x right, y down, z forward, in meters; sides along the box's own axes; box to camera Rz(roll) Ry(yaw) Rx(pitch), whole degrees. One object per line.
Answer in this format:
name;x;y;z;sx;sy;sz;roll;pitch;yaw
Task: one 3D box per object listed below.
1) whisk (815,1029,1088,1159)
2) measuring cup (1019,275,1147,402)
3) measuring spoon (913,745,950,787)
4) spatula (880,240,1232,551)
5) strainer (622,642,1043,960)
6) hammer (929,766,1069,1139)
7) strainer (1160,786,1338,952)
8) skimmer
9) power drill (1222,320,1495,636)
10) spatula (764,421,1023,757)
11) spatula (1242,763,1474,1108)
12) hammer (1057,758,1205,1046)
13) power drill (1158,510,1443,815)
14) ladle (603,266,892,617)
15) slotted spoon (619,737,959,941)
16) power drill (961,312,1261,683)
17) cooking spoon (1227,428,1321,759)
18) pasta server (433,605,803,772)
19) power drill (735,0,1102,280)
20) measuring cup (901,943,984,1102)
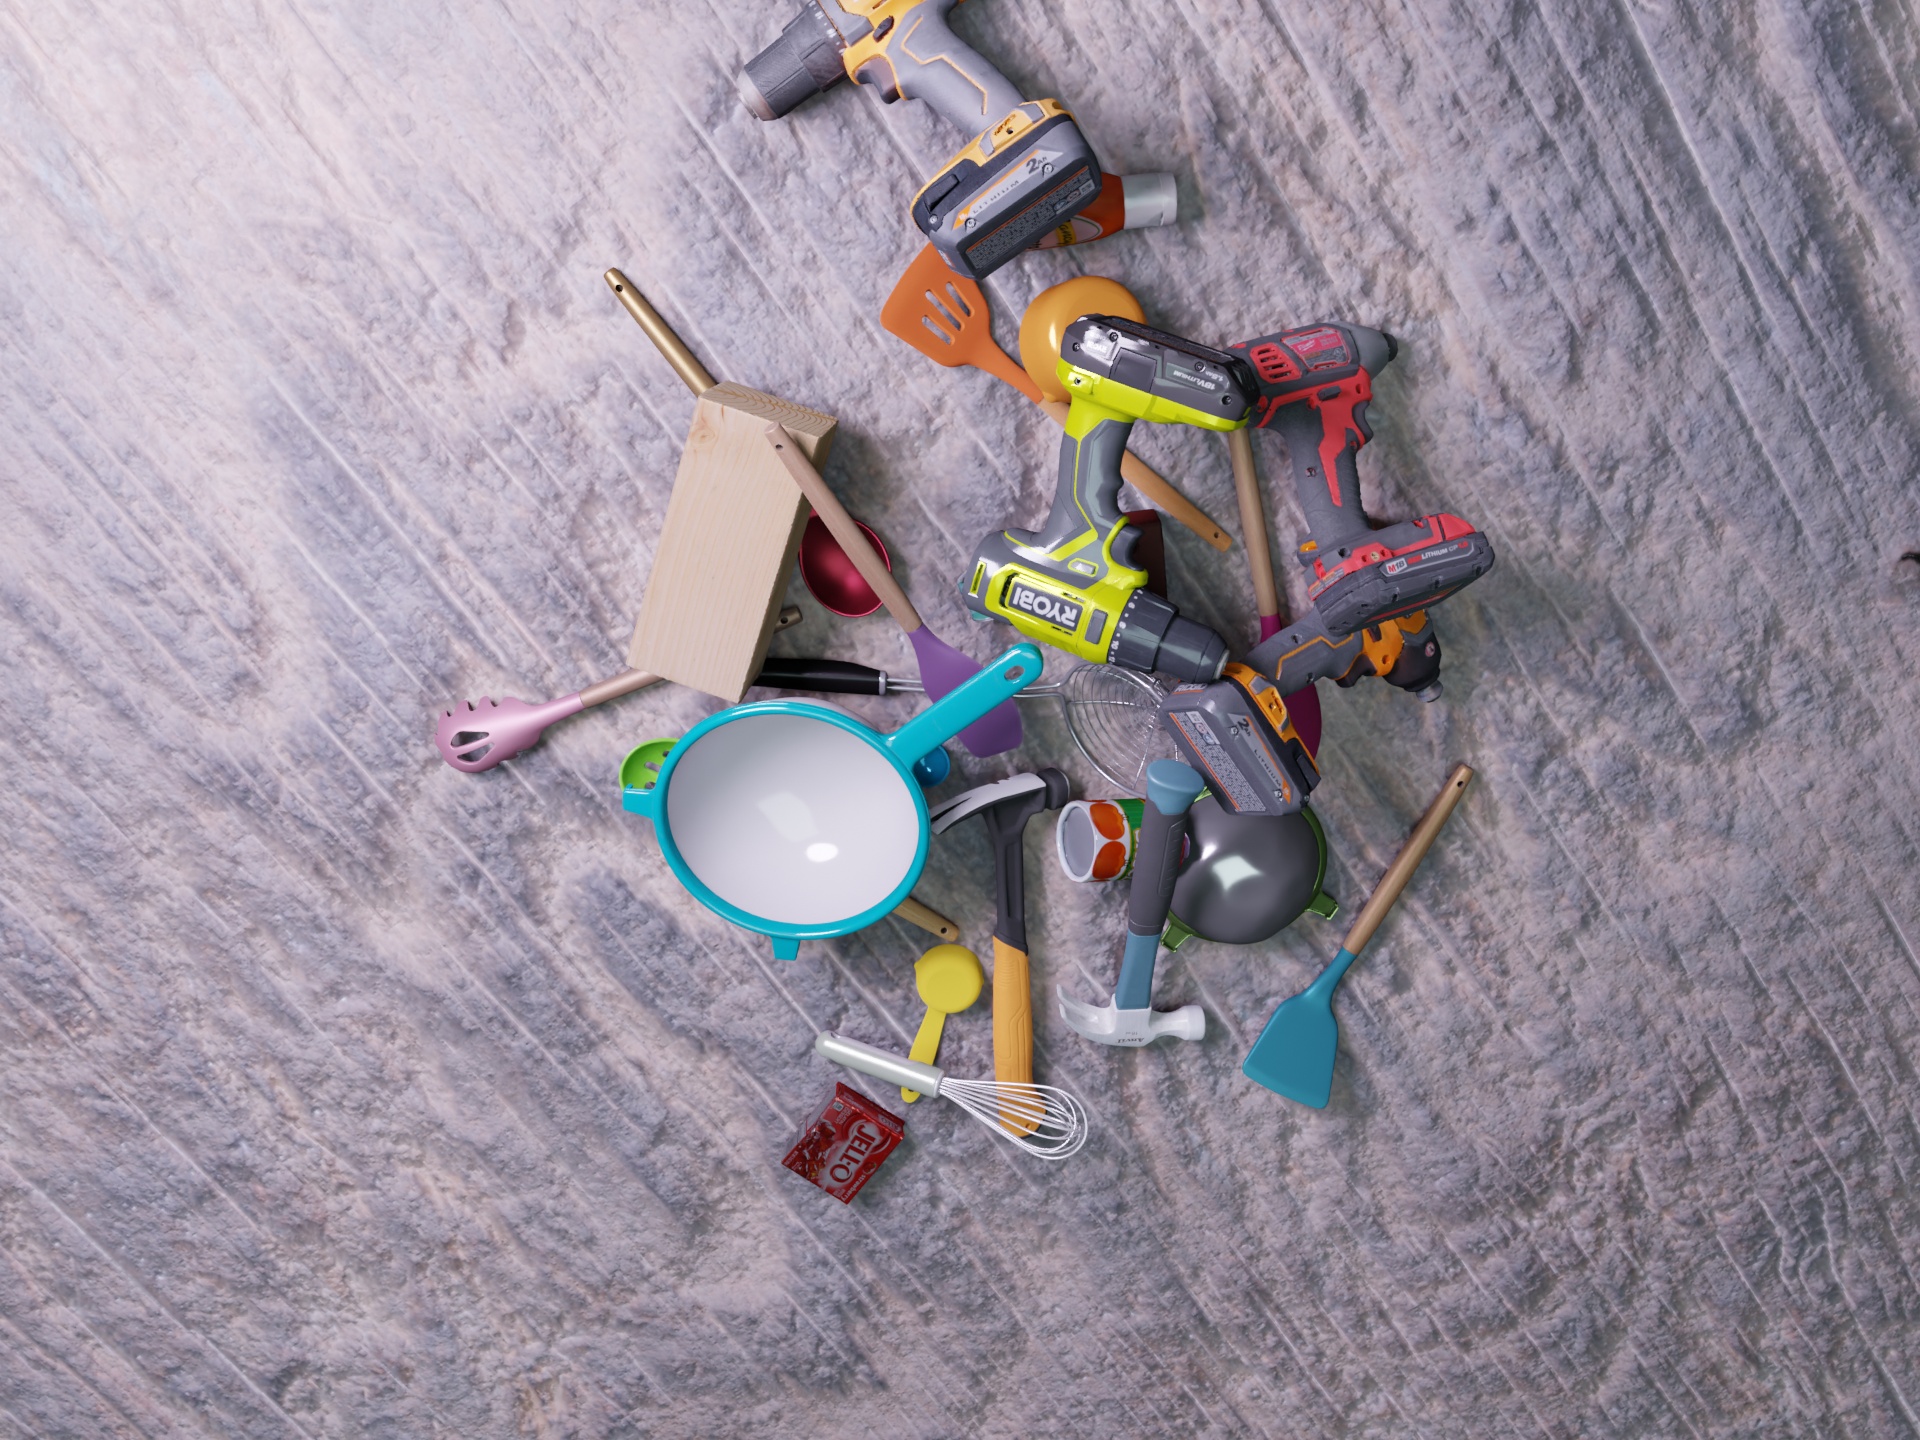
whisk;-0.010;0.307;1.335;0.246;0.057;0.059;16;92;16
measuring cup;0.128;-0.257;1.154;0.173;0.052;0.095;25;86;-17
measuring spoon;-0.067;0.045;1.292;0.128;0.021;0.042;-19;109;16
spatula;0.082;-0.226;1.180;0.322;0.041;0.081;36;84;-14
strainer;-0.074;0.025;1.206;0.340;0.095;0.210;-34;110;20
hammer;0.036;0.207;1.319;0.127;0.034;0.336;-16;116;-27
strainer;0.217;0.079;1.274;0.151;0.069;0.256;-12;111;4
skimmer;-0.002;-0.004;1.233;0.363;0.090;0.127;4;138;0
power drill;0.283;-0.183;1.138;0.143;0.078;0.220;-18;79;-20
spatula;-0.045;-0.087;1.142;0.060;0.018;0.315;-20;124;27
spatula;0.342;0.176;1.324;0.082;0.044;0.317;26;106;-5
hammer;0.148;0.153;1.249;0.128;0.033;0.330;-2;134;-5
power drill;0.269;-0.029;1.189;0.226;0.084;0.164;-44;107;-23
ladle;-0.160;-0.208;1.193;0.069;0.031;0.315;-36;104;13
slotted spoon;-0.136;0.104;1.304;0.313;0.031;0.070;30;97;-13
power drill;0.120;-0.146;1.093;0.190;0.080;0.228;23;112;13
cooking spoon;0.234;-0.107;1.230;0.068;0.017;0.318;-19;107;-18
pasta server;-0.272;-0.029;1.258;0.316;0.040;0.060;-22;108;3
power drill;-0.033;-0.406;1.061;0.185;0.084;0.226;-33;78;9
measuring cup;-0.024;0.266;1.359;0.062;0.029;0.156;16;106;-6
